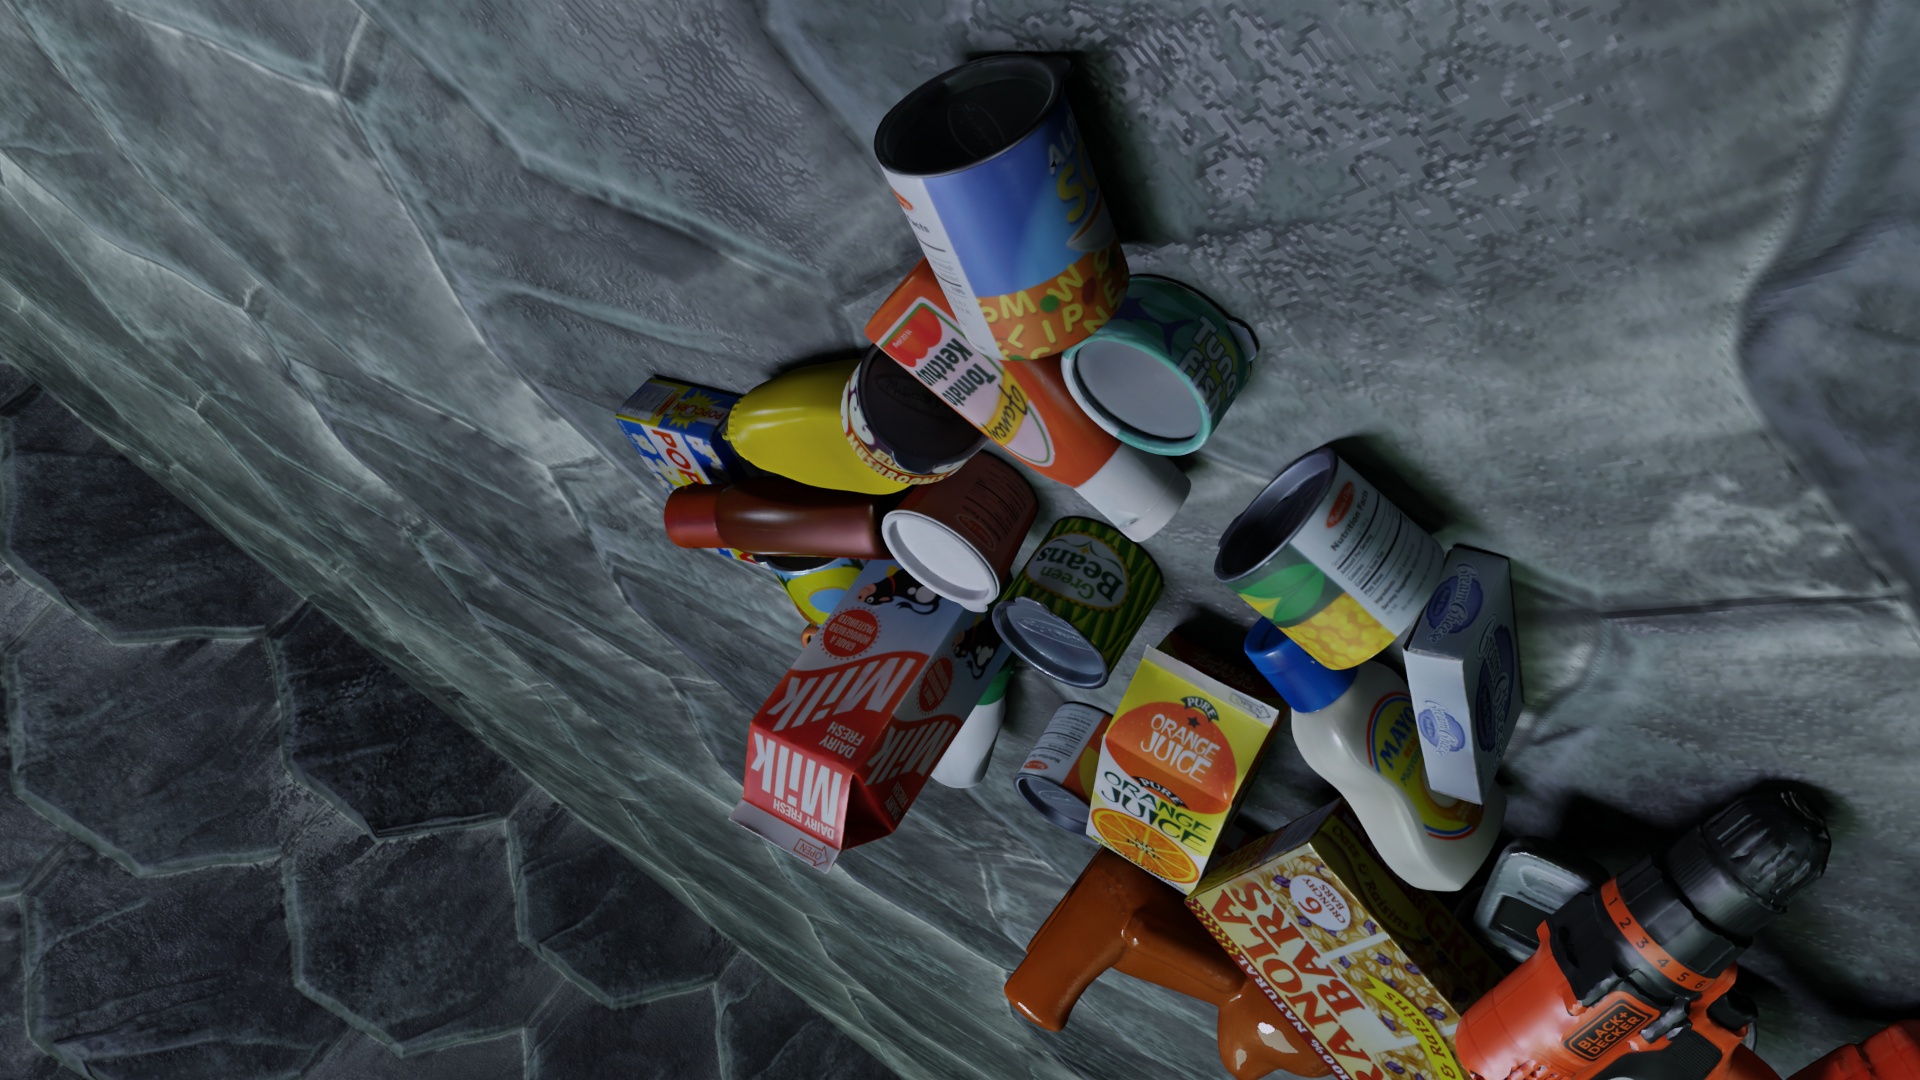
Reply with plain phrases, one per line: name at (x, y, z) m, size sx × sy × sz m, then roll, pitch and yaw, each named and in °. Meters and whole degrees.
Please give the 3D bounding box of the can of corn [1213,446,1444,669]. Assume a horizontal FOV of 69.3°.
can of corn at (0.141, 0.008, 0.539) m, size 0.058 × 0.071 × 0.071 m, roll 39°, pitch 154°, yaw -8°

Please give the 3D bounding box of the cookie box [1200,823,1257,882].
cookie box at (0.179, 0.246, 0.929) m, size 0.123 × 0.040 × 0.166 m, roll 34°, pitch 155°, yaw 3°

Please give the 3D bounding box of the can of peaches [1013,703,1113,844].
can of peaches at (0.077, 0.144, 0.862) m, size 0.071 × 0.058 × 0.071 m, roll 27°, pitch 153°, yaw 15°

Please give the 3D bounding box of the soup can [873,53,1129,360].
soup can at (0.019, -0.115, 0.483) m, size 0.071 × 0.071 × 0.083 m, roll 15°, pitch 148°, yaw 37°

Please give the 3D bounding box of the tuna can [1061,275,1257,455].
tuna can at (0.076, -0.066, 0.532) m, size 0.071 × 0.033 × 0.070 m, roll 29°, pitch 154°, yaw 16°

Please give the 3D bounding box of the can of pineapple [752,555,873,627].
can of pineapple at (-0.078, 0.010, 0.811) m, size 0.071 × 0.071 × 0.057 m, roll 18°, pitch 149°, yaw 33°

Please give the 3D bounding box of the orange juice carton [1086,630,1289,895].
orange juice carton at (0.120, 0.114, 0.739) m, size 0.072 × 0.073 × 0.191 m, roll 28°, pitch 153°, yaw 17°

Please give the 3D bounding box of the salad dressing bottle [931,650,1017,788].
salad dressing bottle at (0.007, 0.107, 0.887) m, size 0.044 × 0.064 × 0.146 m, roll 14°, pitch 144°, yaw 2°

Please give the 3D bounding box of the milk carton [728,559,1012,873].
milk carton at (-0.046, 0.088, 0.760) m, size 0.072 × 0.191 × 0.073 m, roll 20°, pitch 150°, yaw 30°

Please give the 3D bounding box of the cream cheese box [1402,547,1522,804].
cream cheese box at (0.203, 0.056, 0.558) m, size 0.024 × 0.053 × 0.103 m, roll 13°, pitch 147°, yaw 35°

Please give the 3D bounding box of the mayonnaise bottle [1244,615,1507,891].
mayonnaise bottle at (0.187, 0.091, 0.632) m, size 0.148 × 0.065 × 0.041 m, roll 47°, pitch 153°, yaw -15°

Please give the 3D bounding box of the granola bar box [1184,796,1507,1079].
granola bar box at (0.205, 0.219, 0.694) m, size 0.165 × 0.039 × 0.123 m, roll 49°, pitch 147°, yaw 7°

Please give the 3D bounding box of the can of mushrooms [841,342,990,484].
can of mushrooms at (-0.019, -0.058, 0.619) m, size 0.071 × 0.071 × 0.033 m, roll 39°, pitch 156°, yaw -6°

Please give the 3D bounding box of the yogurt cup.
yogurt cup at (0.002, -0.009, 0.696) m, size 0.072 × 0.054 × 0.072 m, roll 28°, pitch 153°, yaw 16°

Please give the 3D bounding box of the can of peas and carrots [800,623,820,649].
can of peas and carrots at (-0.061, 0.056, 0.880) m, size 0.071 × 0.059 × 0.070 m, roll 28°, pitch 153°, yaw 16°

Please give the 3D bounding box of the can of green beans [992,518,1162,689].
can of green beans at (0.058, 0.031, 0.690) m, size 0.071 × 0.058 × 0.071 m, roll 28°, pitch 154°, yaw 16°

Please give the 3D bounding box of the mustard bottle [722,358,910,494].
mustard bottle at (-0.078, -0.059, 0.715) m, size 0.160 × 0.049 × 0.065 m, roll 6°, pitch 141°, yaw 47°

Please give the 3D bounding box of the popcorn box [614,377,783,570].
popcorn box at (-0.142, -0.038, 0.843) m, size 0.085 × 0.038 × 0.126 m, roll 14°, pitch 147°, yaw 35°

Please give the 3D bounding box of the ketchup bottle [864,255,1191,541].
ketchup bottle at (0.032, -0.060, 0.585) m, size 0.149 × 0.044 × 0.064 m, roll 40°, pitch 151°, yaw -10°

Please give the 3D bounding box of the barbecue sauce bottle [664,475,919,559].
barbecue sauce bottle at (-0.093, -0.014, 0.758) m, size 0.148 × 0.065 × 0.043 m, roll 1°, pitch 106°, yaw 29°
